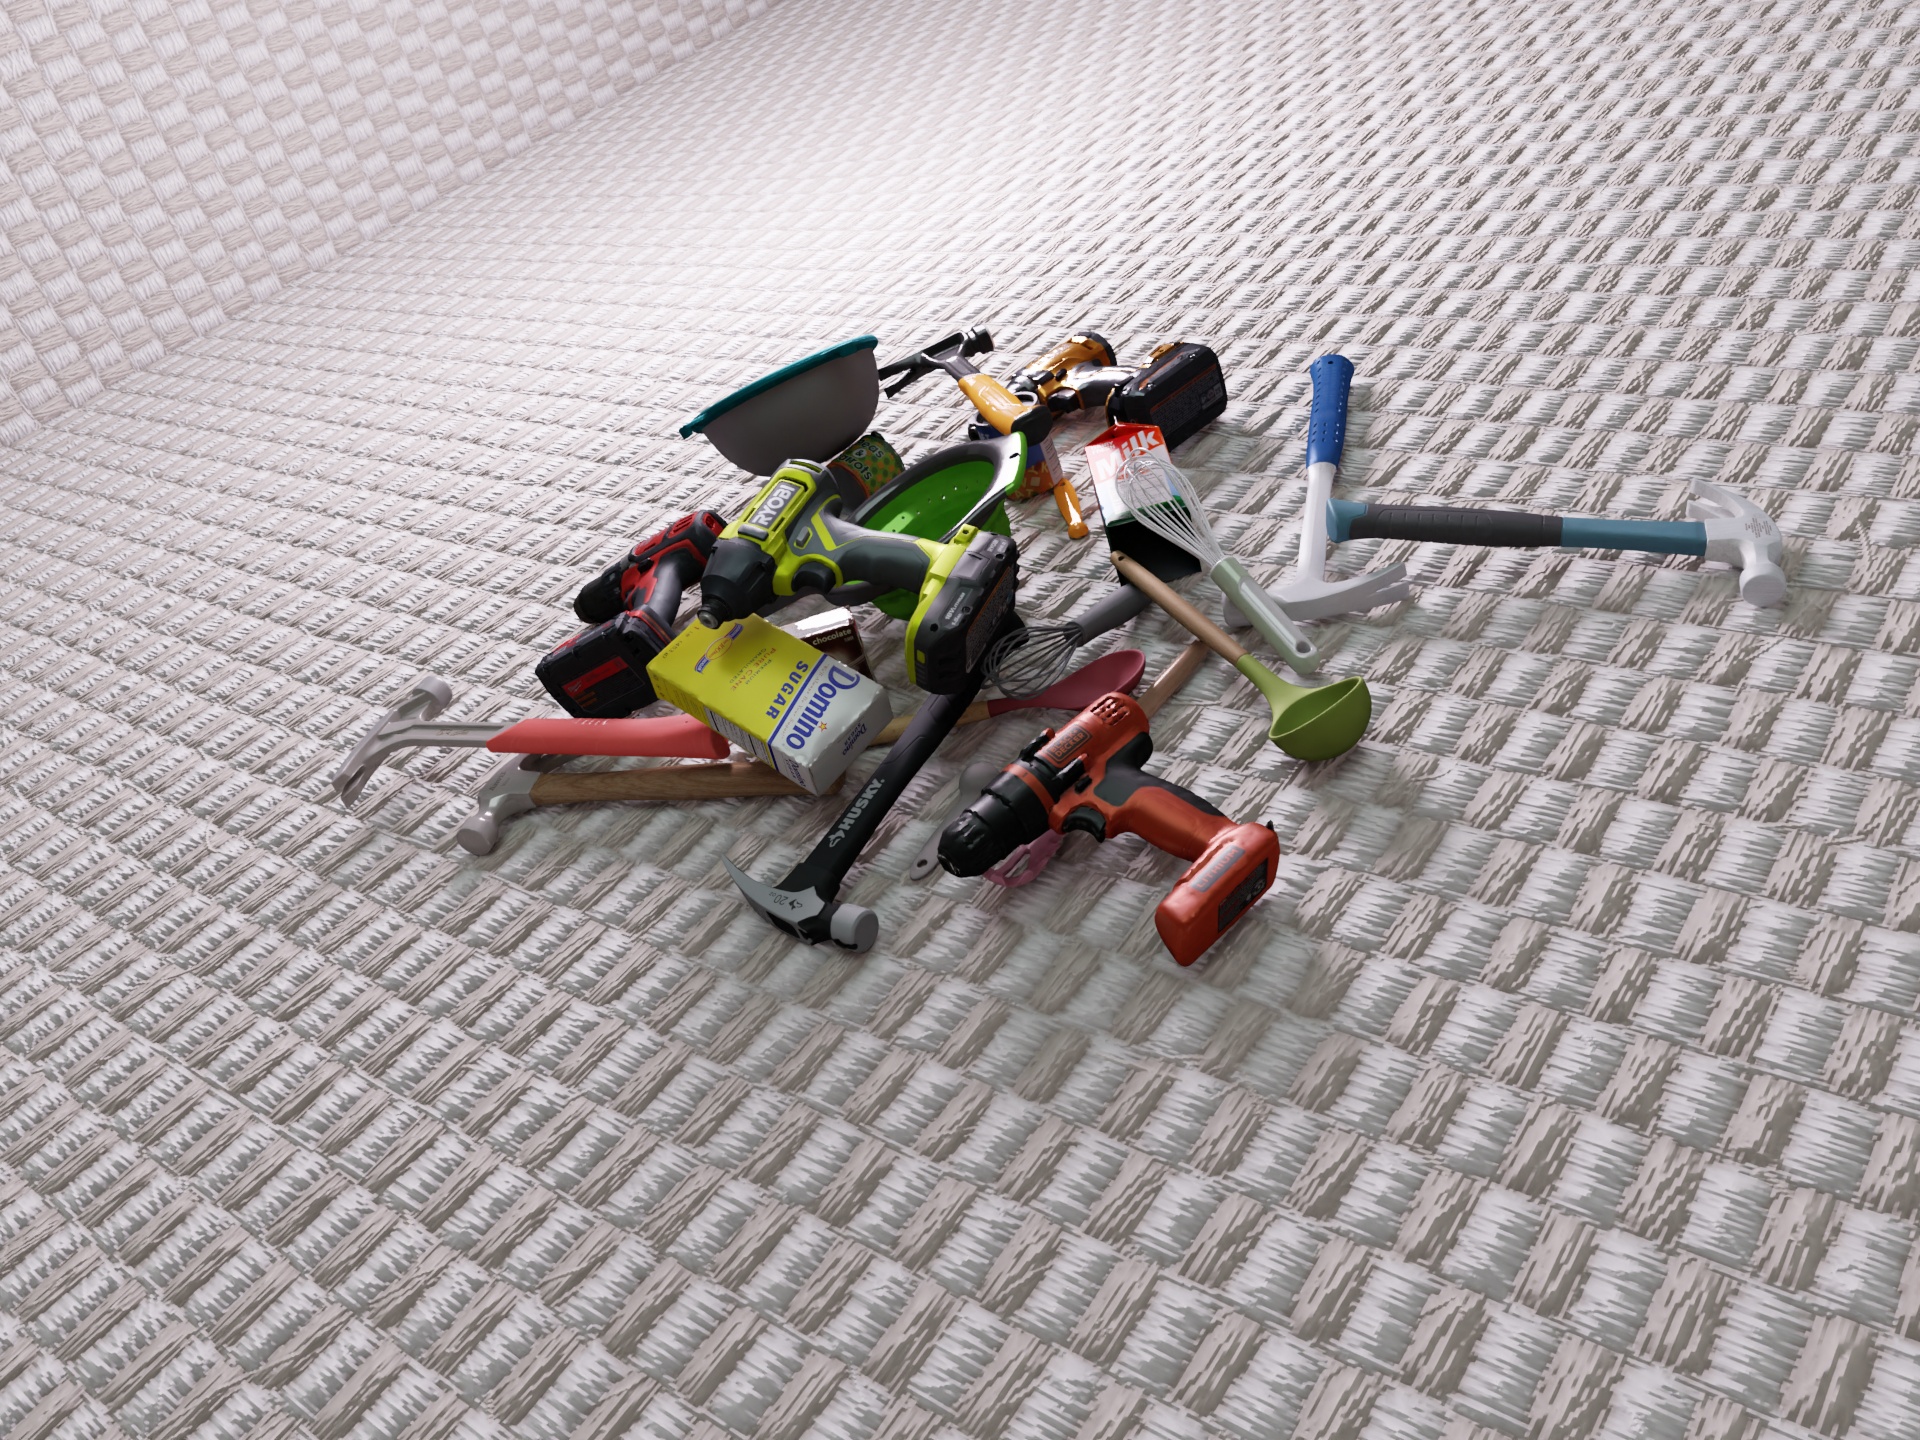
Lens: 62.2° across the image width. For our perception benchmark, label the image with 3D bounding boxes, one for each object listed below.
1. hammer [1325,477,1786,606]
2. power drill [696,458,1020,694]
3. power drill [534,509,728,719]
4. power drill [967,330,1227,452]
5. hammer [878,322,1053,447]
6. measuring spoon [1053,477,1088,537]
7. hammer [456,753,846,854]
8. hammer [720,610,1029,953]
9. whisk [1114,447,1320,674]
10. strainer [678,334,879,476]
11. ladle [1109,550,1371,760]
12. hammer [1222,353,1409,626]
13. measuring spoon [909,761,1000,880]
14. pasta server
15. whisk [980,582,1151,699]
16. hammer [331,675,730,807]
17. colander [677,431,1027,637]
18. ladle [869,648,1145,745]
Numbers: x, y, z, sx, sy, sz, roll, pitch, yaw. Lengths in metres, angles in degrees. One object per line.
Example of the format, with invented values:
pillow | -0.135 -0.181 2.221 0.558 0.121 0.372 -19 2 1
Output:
hammer | 0.448 -0.146 1.224 0.331 0.033 0.128 6 40 17
power drill | -0.081 -0.108 1.232 0.223 0.080 0.171 19 54 17
power drill | -0.313 -0.093 1.481 0.188 0.080 0.227 -24 30 27
power drill | 0.129 -0.319 1.595 0.185 0.084 0.226 -37 35 -23
hammer | 0.013 -0.318 1.538 0.127 0.034 0.337 -26 28 -4
measuring spoon | 0.103 -0.205 1.510 0.021 0.011 0.117 -16 35 4
hammer | -0.250 0.051 1.316 0.331 0.031 0.130 -4 39 19
hammer | -0.047 0.029 1.220 0.146 0.035 0.335 12 52 36
whisk | 0.204 -0.128 1.265 0.058 0.059 0.247 -25 62 -22
strainer | -0.153 -0.319 1.685 0.211 0.095 0.340 -24 7 12
ladle | 0.200 -0.066 1.222 0.078 0.062 0.320 -35 42 -6
hammer | 0.324 -0.215 1.404 0.144 0.035 0.406 -4 38 20
measuring spoon | -0.007 0.072 1.189 0.034 0.018 0.124 7 44 31
pasta server | 0.108 0.021 1.189 0.060 0.040 0.316 31 54 21
whisk | 0.093 -0.072 1.273 0.055 0.055 0.239 12 29 35
hammer | -0.358 0.019 1.345 0.359 0.036 0.149 1 41 25
colander | -0.089 -0.115 1.431 0.397 0.094 0.205 -25 30 22
ladle | -0.002 -0.004 1.281 0.315 0.031 0.069 -12 27 12
